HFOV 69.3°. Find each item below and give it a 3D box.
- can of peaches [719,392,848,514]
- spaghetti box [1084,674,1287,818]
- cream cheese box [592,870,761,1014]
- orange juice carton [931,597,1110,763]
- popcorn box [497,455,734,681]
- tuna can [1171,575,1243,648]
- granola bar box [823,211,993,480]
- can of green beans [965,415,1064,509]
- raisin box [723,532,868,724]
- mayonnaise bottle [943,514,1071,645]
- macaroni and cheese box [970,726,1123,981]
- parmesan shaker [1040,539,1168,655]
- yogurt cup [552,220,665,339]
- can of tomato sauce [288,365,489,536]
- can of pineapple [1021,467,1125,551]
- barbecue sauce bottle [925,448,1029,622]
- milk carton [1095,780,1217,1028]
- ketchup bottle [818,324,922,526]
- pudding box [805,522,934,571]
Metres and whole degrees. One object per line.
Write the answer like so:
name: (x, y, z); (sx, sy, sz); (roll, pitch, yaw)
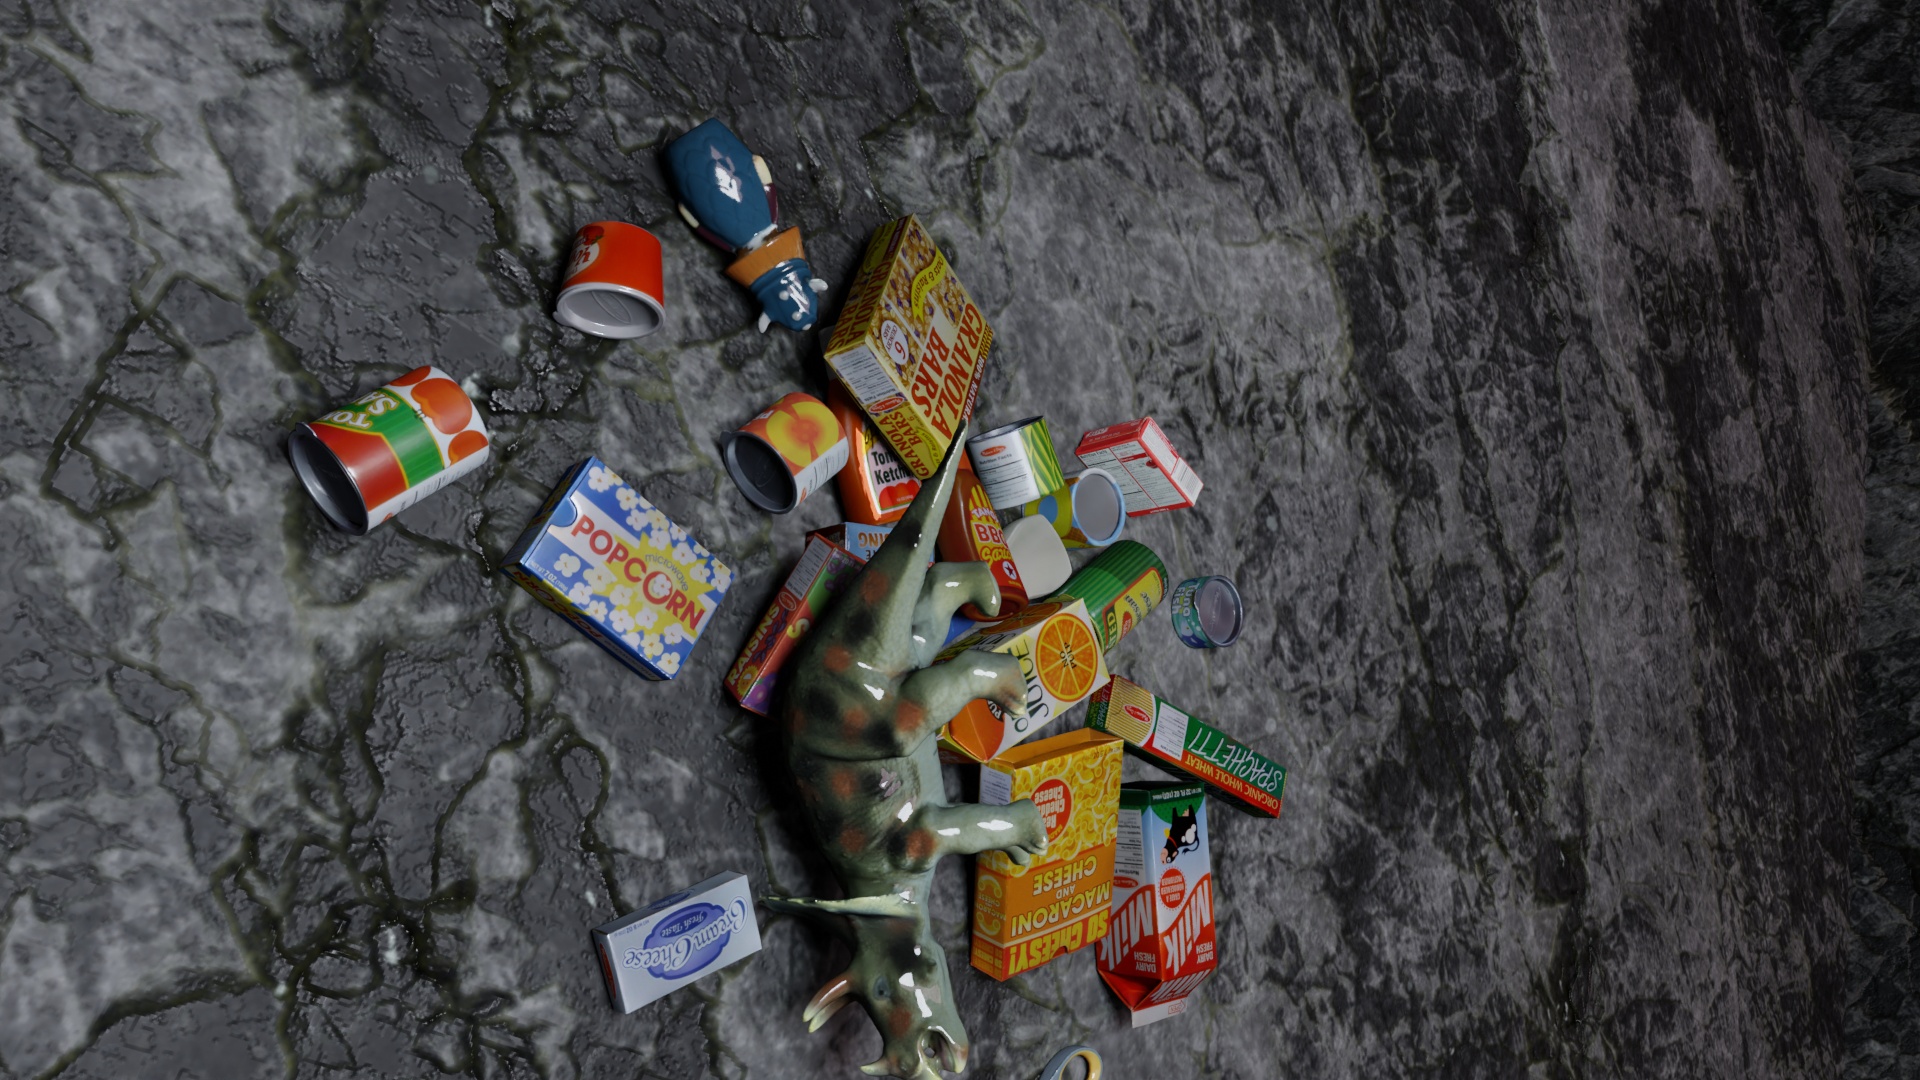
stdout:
can of peaches: (-0.121, -0.063, 0.958); (0.058, 0.071, 0.071); (-43, 111, -37)
spaghetti box: (0.205, 0.187, 1.232); (0.250, 0.028, 0.050); (30, 64, -34)
cream cheese box: (-0.179, 0.254, 0.884); (0.104, 0.024, 0.053); (-16, 95, -42)
orange juice carton: (0.020, 0.113, 1.051); (0.193, 0.071, 0.073); (-26, 100, -41)
popcorn box: (-0.214, 0.020, 0.880); (0.126, 0.038, 0.085); (44, 58, -28)
tuna can: (0.224, 0.065, 1.265); (0.071, 0.032, 0.071); (8, 78, -41)
granola bar box: (-0.034, -0.144, 1.024); (0.124, 0.039, 0.166); (53, 34, -32)
can of green beans: (0.044, -0.062, 1.103); (0.071, 0.071, 0.057); (-26, 101, -41)
raisin box: (-0.092, 0.069, 0.948); (0.086, 0.040, 0.123); (32, 90, -35)
mayonnaise bottle: (0.023, 0.035, 1.087); (0.149, 0.041, 0.064); (-32, 97, -39)
macaroni and cheese box: (0.067, 0.238, 1.065); (0.124, 0.040, 0.166); (-7, 103, -43)
parmesan shaker: (0.119, 0.049, 1.150); (0.103, 0.071, 0.071); (-37, 108, -38)
yogurt cup: (-0.221, -0.167, 0.888); (0.072, 0.072, 0.054); (18, 64, -39)
can of tomato sauce: (-0.320, -0.053, 0.779); (0.083, 0.071, 0.071); (-40, 110, -39)
can of pineapple: (0.094, -0.022, 1.147); (0.071, 0.057, 0.071); (7, 79, -41)
barbecue sauce bottle: (0.004, -0.013, 1.043); (0.065, 0.043, 0.149); (19, 46, -54)
milk carton: (0.158, 0.297, 1.143); (0.072, 0.073, 0.190); (3, 82, -42)
ketchup bottle: (-0.070, -0.085, 1.021); (0.065, 0.043, 0.148); (-17, 94, -46)
pudding box: (-0.065, 0.009, 1.007); (0.084, 0.049, 0.030); (8, 77, -41)
